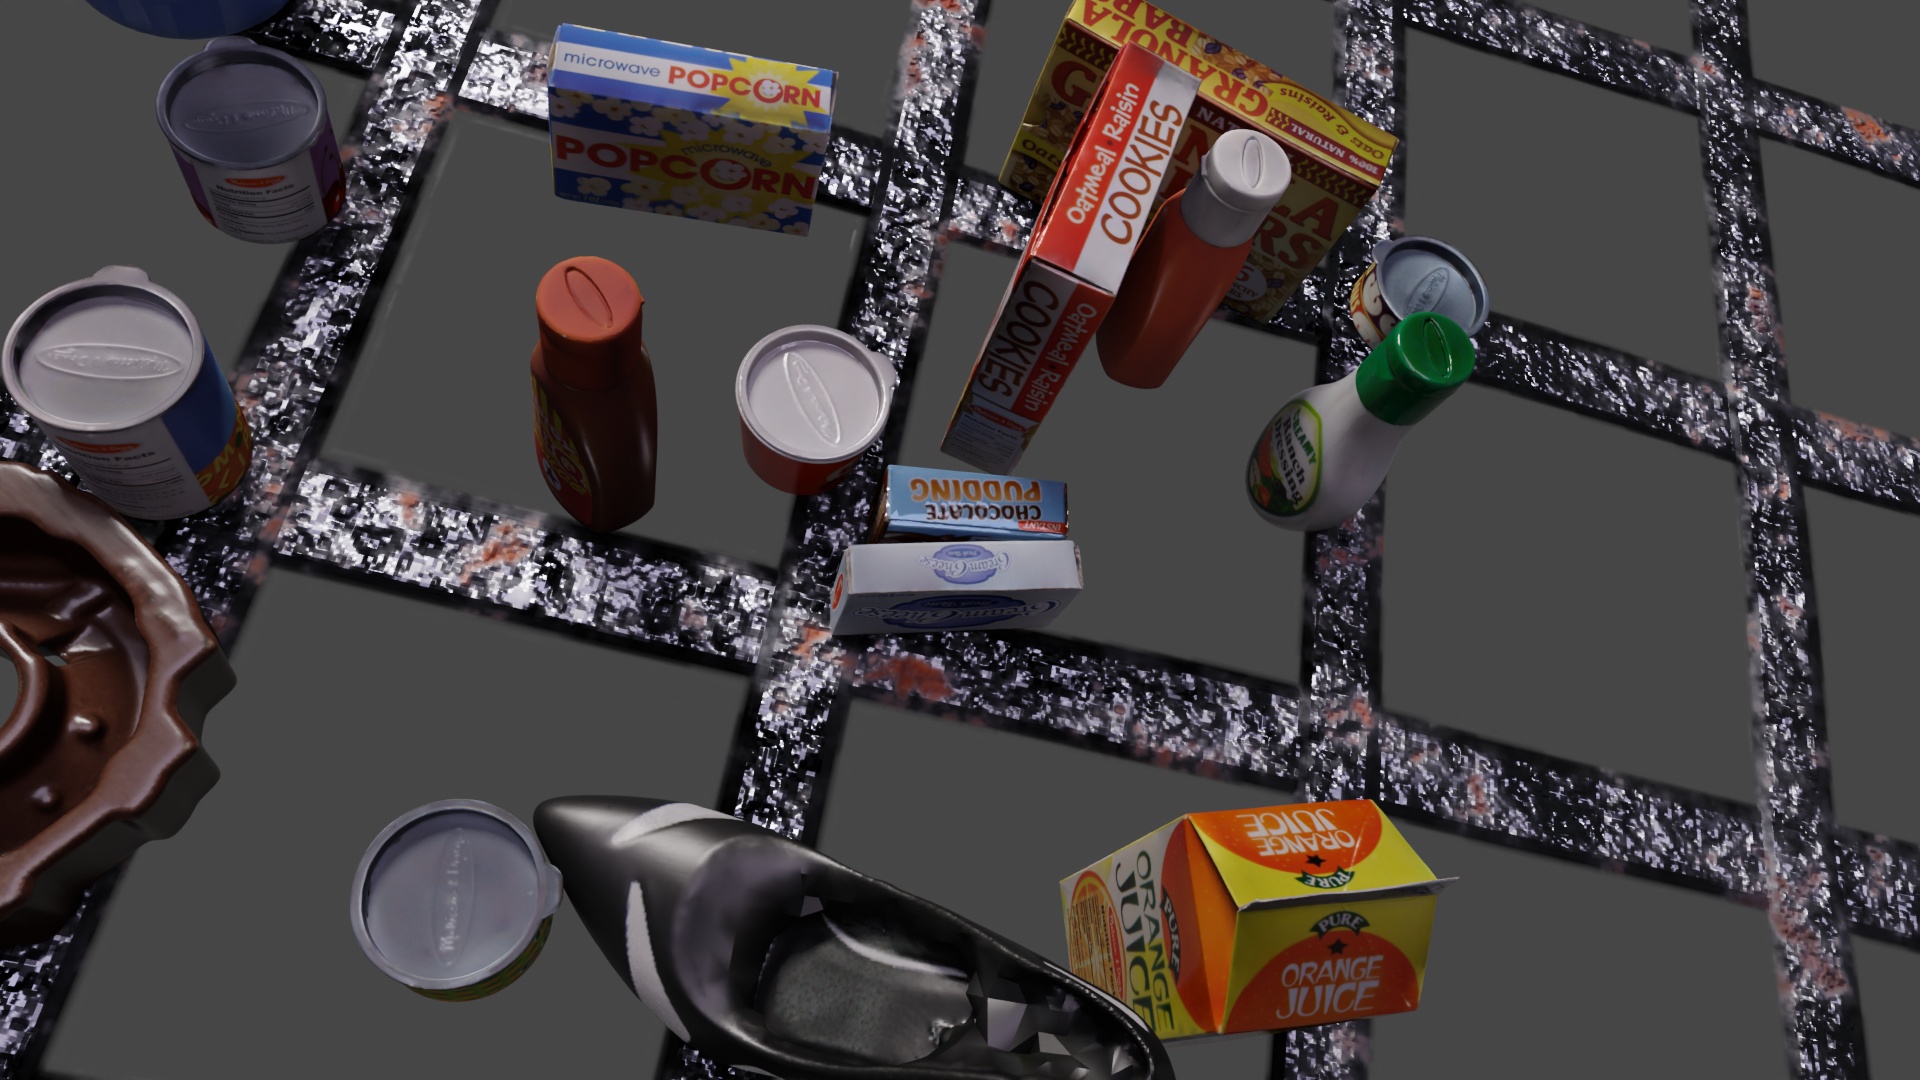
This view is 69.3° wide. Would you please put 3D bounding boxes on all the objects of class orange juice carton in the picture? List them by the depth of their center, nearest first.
[{"bbox_3d":[0.100,0.142,0.507,0.072,0.191,0.073,-1,68,-14],"label":"orange juice carton"}]

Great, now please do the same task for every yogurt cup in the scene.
[{"bbox_3d":[-0.069,-0.055,0.627,0.072,0.053,0.072,5,66,-12],"label":"yogurt cup"}]

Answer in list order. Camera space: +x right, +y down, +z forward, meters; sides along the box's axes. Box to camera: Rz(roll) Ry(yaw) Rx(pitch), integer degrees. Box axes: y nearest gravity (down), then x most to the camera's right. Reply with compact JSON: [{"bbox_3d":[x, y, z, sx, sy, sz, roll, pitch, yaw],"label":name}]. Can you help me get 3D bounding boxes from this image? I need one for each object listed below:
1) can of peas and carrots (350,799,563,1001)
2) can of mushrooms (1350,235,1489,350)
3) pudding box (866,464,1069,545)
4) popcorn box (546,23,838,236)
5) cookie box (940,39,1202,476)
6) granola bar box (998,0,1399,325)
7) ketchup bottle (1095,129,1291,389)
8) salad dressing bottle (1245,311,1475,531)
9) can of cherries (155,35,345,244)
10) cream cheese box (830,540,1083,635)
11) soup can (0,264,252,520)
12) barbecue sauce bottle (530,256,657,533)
[{"bbox_3d":[-0.183,0.134,0.514,0.071,0.058,0.071,5,66,-12],"label":"can of peas and carrots"},{"bbox_3d":[0.246,-0.130,0.751,0.071,0.033,0.071,5,66,-12],"label":"can of mushrooms"},{"bbox_3d":[0.002,-0.008,0.627,0.084,0.049,0.030,4,66,-12],"label":"pudding box"},{"bbox_3d":[-0.127,-0.191,0.654,0.127,0.085,0.038,6,66,-11],"label":"popcorn box"},{"bbox_3d":[0.044,-0.118,0.620,0.040,0.166,0.123,24,64,-3],"label":"cookie box"},{"bbox_3d":[0.112,-0.189,0.692,0.165,0.123,0.039,28,64,-1],"label":"granola bar box"},{"bbox_3d":[0.106,-0.132,0.652,0.043,0.148,0.065,11,65,-10],"label":"ketchup bottle"},{"bbox_3d":[0.180,-0.052,0.637,0.044,0.147,0.064,-2,68,-15],"label":"salad dressing bottle"},{"bbox_3d":[-0.312,-0.177,0.617,0.071,0.058,0.072,5,66,-12],"label":"can of cherries"},{"bbox_3d":[-0.003,0.021,0.611,0.104,0.053,0.024,-1,68,-15],"label":"cream cheese box"},{"bbox_3d":[-0.323,-0.056,0.547,0.071,0.083,0.071,5,66,-12],"label":"soup can"},{"bbox_3d":[-0.147,-0.058,0.556,0.044,0.148,0.065,-30,77,-23],"label":"barbecue sauce bottle"}]
